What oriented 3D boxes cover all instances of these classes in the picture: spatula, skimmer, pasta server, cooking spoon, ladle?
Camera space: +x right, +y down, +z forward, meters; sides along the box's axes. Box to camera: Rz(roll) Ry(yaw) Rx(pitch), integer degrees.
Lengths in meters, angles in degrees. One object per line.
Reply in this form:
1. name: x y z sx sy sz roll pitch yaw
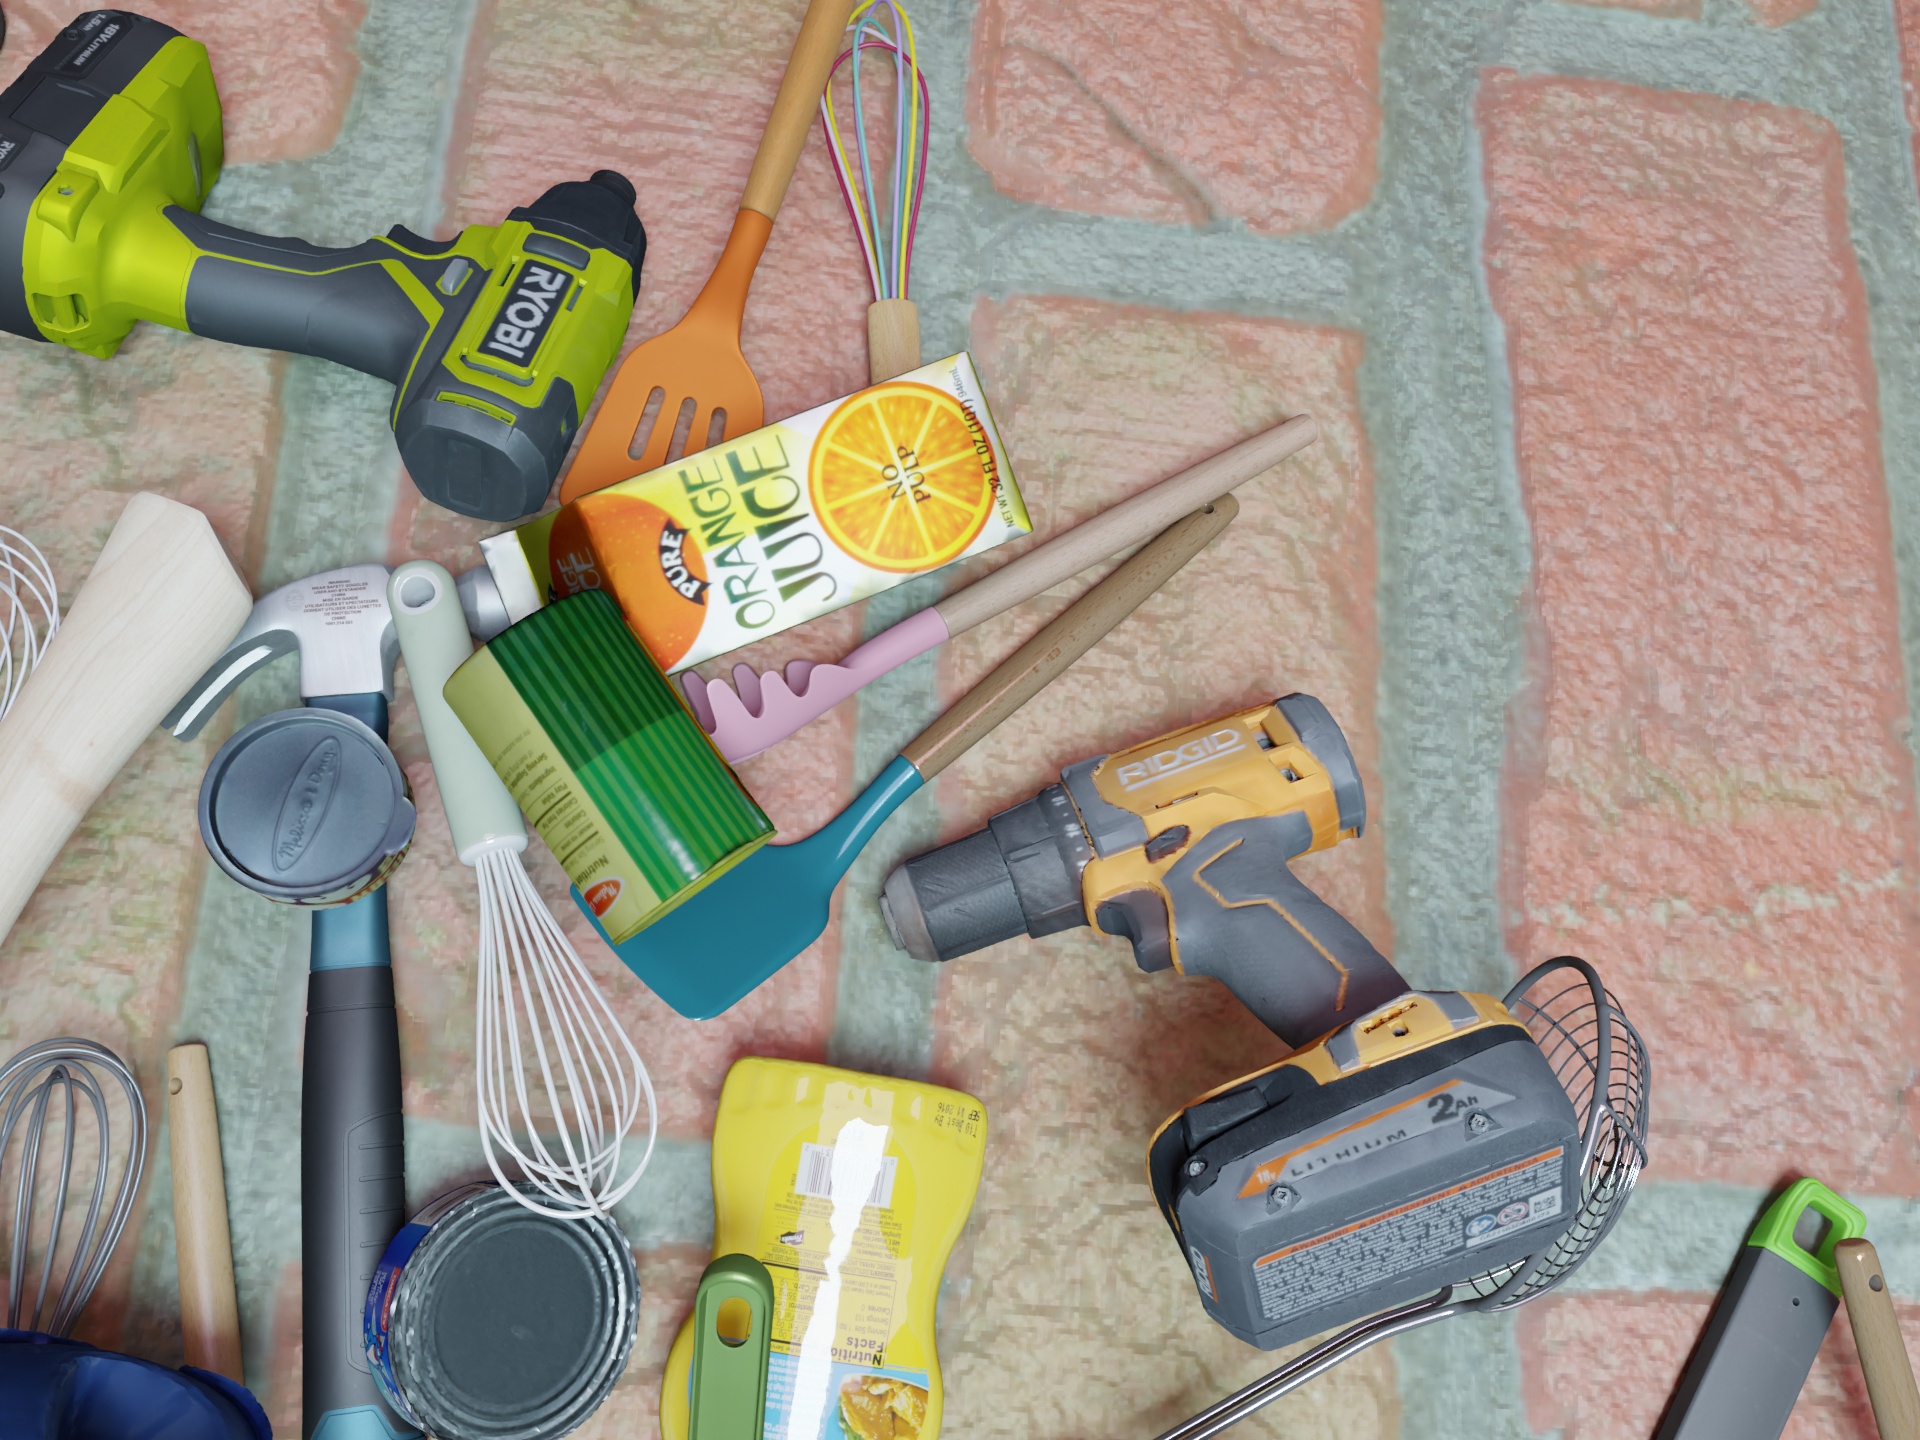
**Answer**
1. spatula: -0.001 -0.002 0.623 0.317 0.044 0.082 -40 56 -18
2. spatula: -0.077 -0.224 0.654 0.081 0.041 0.323 18 80 -3
3. skimmer: 0.085 0.210 0.555 0.363 0.127 0.090 -29 86 -5
4. pasta server: 0.012 -0.058 0.636 0.316 0.060 0.040 -29 103 -14
5. cooking spoon: 0.365 0.346 0.574 0.068 0.017 0.319 -13 85 -14
6. ladle: -0.244 0.263 0.511 0.078 0.062 0.320 -17 73 13

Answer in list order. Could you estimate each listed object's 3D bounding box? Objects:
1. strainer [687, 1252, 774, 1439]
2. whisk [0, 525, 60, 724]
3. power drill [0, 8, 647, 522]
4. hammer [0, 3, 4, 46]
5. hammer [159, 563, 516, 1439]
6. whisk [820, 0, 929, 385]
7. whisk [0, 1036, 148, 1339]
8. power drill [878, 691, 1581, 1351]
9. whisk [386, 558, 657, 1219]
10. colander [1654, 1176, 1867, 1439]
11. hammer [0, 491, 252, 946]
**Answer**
1. strainer: -0.078 0.292 0.472 0.151 0.069 0.256 5 97 0
2. whisk: -0.367 0.065 0.547 0.070 0.070 0.285 6 79 -6
3. power drill: -0.241 -0.182 0.615 0.223 0.080 0.171 18 55 -6
4. hammer: -0.463 -0.133 0.597 0.149 0.036 0.359 0 74 -8
5. hammer: -0.216 0.103 0.569 0.128 0.033 0.331 -4 75 -10
6. whisk: -0.032 -0.194 0.678 0.047 0.051 0.245 -6 79 12
7. whisk: -0.308 0.225 0.519 0.055 0.055 0.239 5 79 -7
8. power drill: 0.078 0.091 0.543 0.185 0.084 0.226 -19 39 -2
9. whisk: -0.160 0.053 0.553 0.058 0.059 0.246 -18 74 -8
10. colander: 0.239 0.333 0.539 0.204 0.094 0.397 35 73 2
11. hammer: -0.348 0.109 0.489 0.146 0.038 0.411 23 74 -6
